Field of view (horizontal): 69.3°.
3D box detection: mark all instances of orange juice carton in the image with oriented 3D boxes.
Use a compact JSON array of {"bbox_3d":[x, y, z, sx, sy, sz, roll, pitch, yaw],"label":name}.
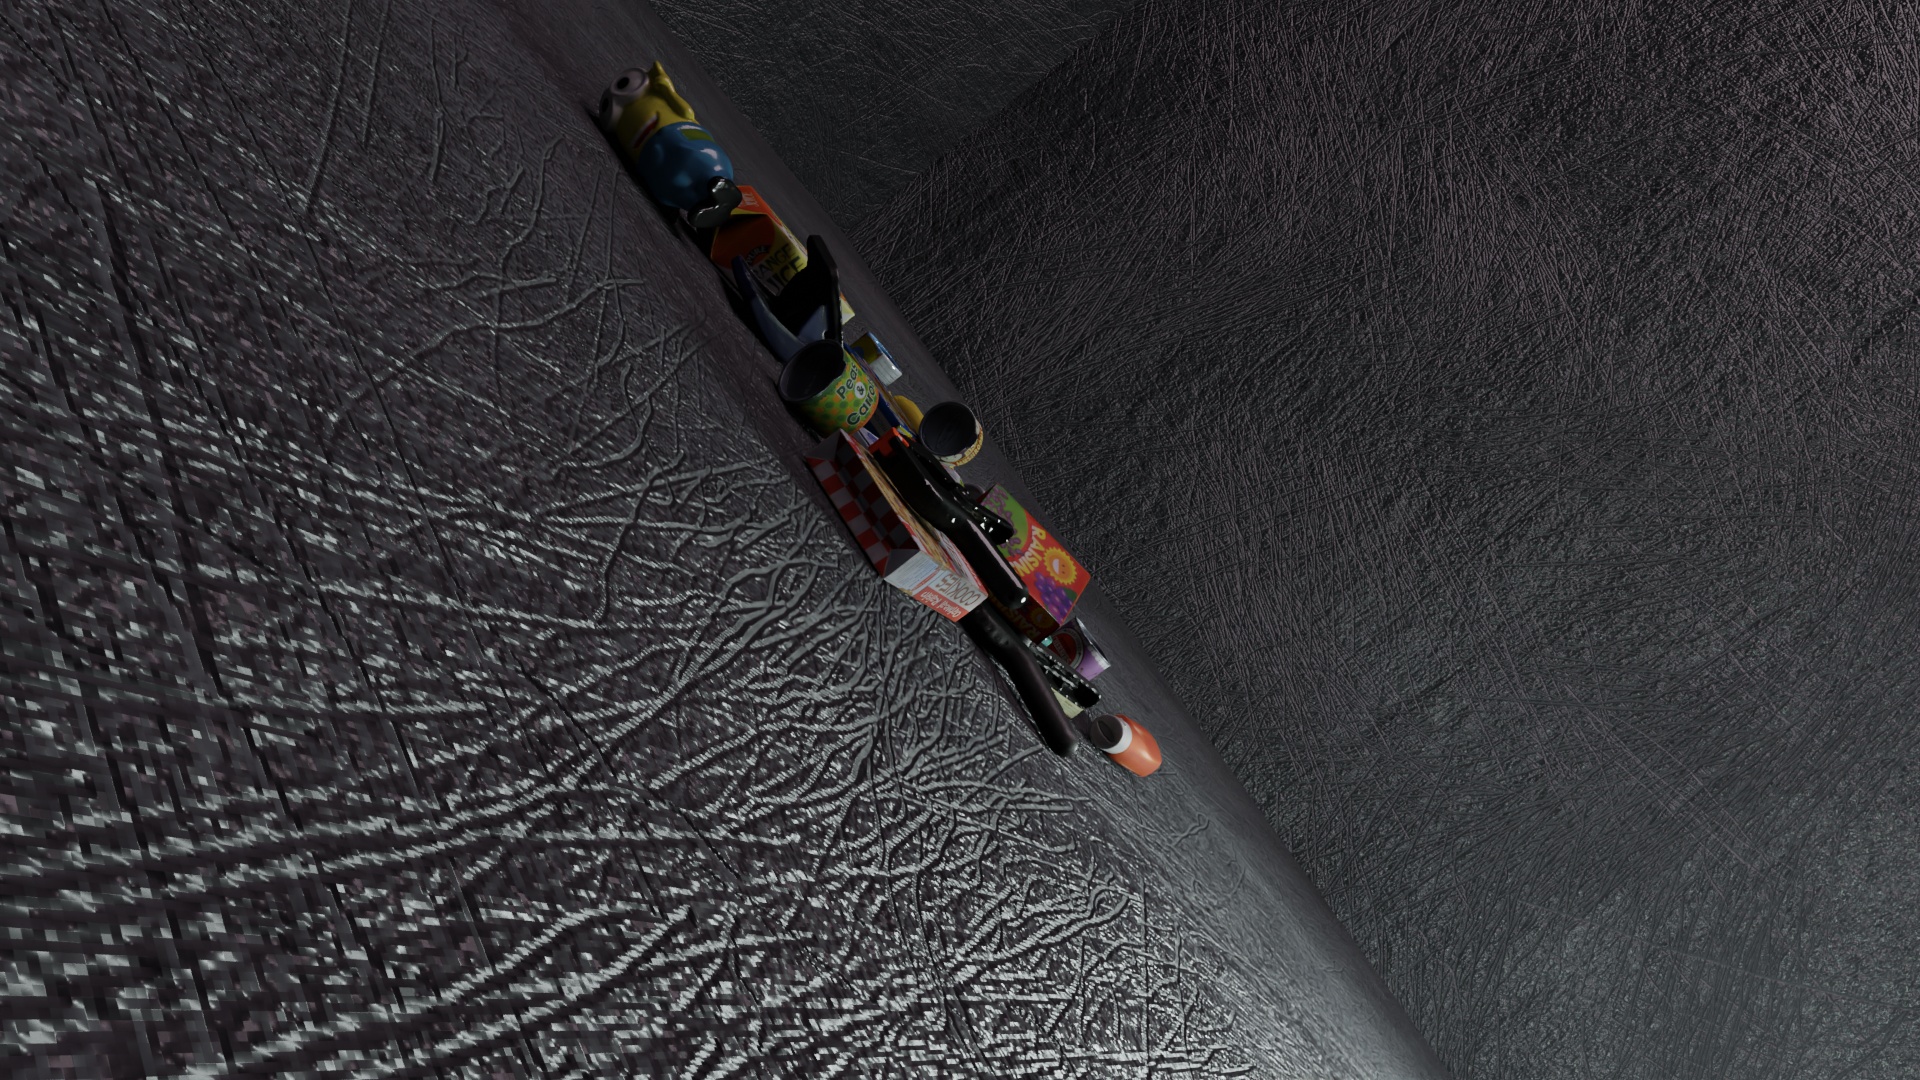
[{"bbox_3d":[-0.195,-0.280,1.383,0.192,0.073,0.072,47,9,-42],"label":"orange juice carton"}]

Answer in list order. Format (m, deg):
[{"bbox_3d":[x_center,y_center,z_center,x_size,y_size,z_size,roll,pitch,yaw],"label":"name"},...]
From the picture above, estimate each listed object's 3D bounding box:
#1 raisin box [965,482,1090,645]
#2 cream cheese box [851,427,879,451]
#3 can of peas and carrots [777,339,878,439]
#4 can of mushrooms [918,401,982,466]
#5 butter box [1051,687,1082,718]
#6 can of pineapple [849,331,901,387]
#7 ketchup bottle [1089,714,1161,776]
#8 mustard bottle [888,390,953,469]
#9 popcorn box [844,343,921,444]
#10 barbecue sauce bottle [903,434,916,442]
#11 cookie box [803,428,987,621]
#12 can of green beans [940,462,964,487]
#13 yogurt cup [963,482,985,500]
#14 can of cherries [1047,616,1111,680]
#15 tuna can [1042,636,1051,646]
[{"bbox_3d":[0.049,0.020,1.228,0.123,0.040,0.086,44,38,-6],"label":"raisin box"},{"bbox_3d":[-0.081,-0.076,1.309,0.053,0.024,0.103,55,7,16],"label":"cream cheese box"},{"bbox_3d":[-0.109,-0.127,1.174,0.058,0.071,0.071,48,8,-45],"label":"can of peas and carrots"},{"bbox_3d":[-0.009,-0.116,1.534,0.071,0.071,0.033,56,2,26],"label":"can of mushrooms"},{"bbox_3d":[0.089,0.137,1.365,0.053,0.024,0.103,57,8,30],"label":"butter box"},{"bbox_3d":[-0.112,-0.207,1.651,0.071,0.058,0.071,52,6,-8],"label":"can of pineapple"},{"bbox_3d":[0.172,0.212,1.469,0.065,0.043,0.148,55,7,24],"label":"ketchup bottle"},{"bbox_3d":[-0.060,-0.127,1.632,0.065,0.049,0.161,48,7,-44],"label":"mustard bottle"},{"bbox_3d":[-0.097,-0.151,1.544,0.127,0.038,0.085,55,8,21],"label":"popcorn box"},{"bbox_3d":[-0.035,-0.067,1.510,0.065,0.043,0.148,53,6,35],"label":"barbecue sauce bottle"},{"bbox_3d":[-0.047,-0.009,1.105,0.123,0.040,0.167,55,7,23],"label":"cookie box"},{"bbox_3d":[-0.028,-0.036,1.280,0.071,0.071,0.058,52,7,-9],"label":"can of green beans"},{"bbox_3d":[0.005,-0.018,1.442,0.053,0.072,0.073,58,1,-38],"label":"yogurt cup"},{"bbox_3d":[0.120,0.124,1.507,0.071,0.058,0.071,53,7,-8],"label":"can of cherries"},{"bbox_3d":[0.061,0.086,1.406,0.071,0.033,0.071,52,7,-8],"label":"tuna can"}]
